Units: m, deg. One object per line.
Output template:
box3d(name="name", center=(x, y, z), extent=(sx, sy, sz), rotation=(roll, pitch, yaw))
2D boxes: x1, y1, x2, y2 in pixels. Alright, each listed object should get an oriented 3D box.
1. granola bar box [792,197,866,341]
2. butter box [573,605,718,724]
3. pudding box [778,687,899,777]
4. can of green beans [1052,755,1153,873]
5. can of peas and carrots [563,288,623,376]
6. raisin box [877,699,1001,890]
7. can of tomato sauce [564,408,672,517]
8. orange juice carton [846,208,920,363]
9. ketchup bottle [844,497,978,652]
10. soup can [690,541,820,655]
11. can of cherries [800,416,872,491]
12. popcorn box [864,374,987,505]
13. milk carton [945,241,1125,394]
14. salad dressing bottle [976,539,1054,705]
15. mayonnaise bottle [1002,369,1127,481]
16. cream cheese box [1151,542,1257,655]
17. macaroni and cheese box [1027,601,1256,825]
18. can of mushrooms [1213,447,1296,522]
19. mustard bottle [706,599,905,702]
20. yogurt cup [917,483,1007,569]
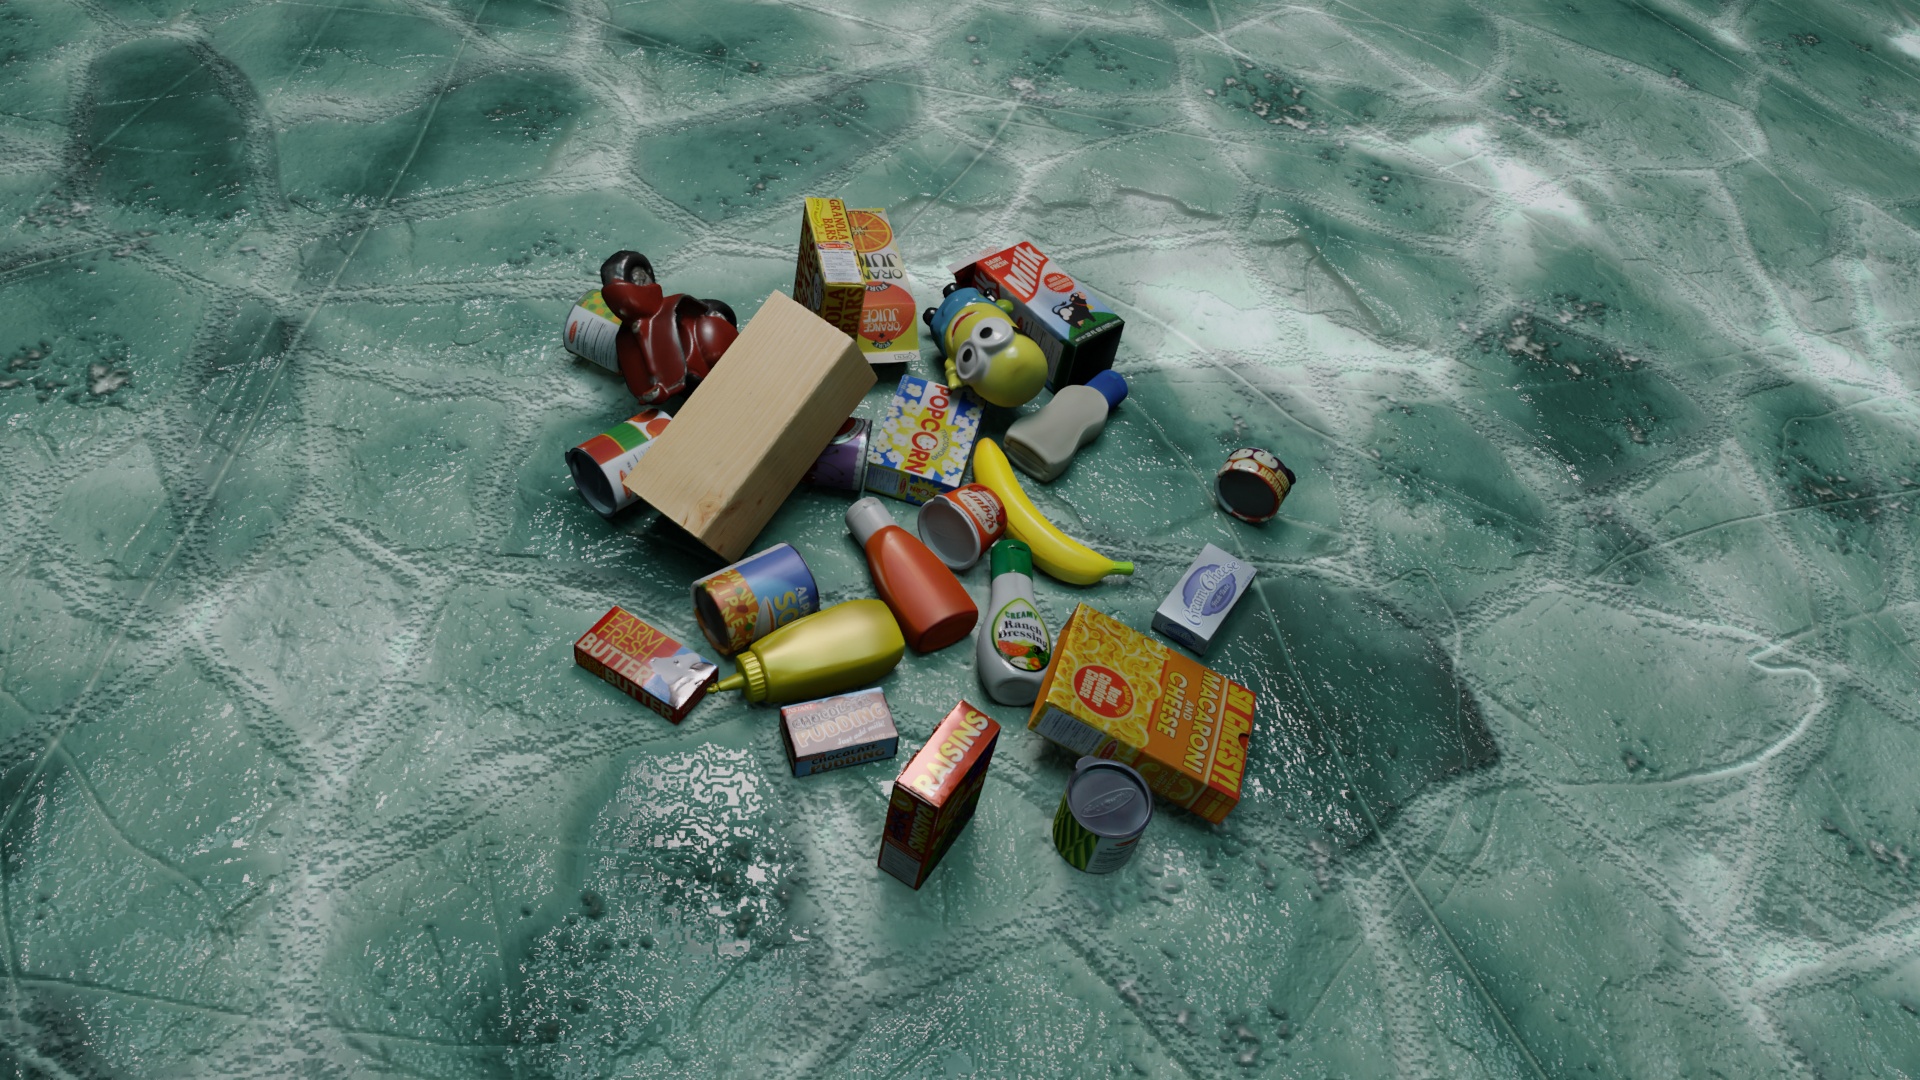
box3d(name="granola bar box", center=(-0.126, -0.215, 1.292), extent=(0.039, 0.164, 0.125), rotation=(-3, 51, -16))
box3d(name="butter box", center=(-0.247, 0.097, 1.094), extent=(0.103, 0.024, 0.053), rotation=(29, 50, 13))
box3d(name="pudding box", center=(-0.094, 0.148, 1.076), extent=(0.084, 0.030, 0.050), rotation=(-9, 51, -18))
box3d(name="can of green beans", center=(0.106, 0.208, 1.045), extent=(0.071, 0.057, 0.071), rotation=(6, 49, -6))
box3d(name="can of peas and carrots", center=(-0.327, -0.195, 1.302), extent=(0.059, 0.070, 0.071), rotation=(26, 50, 10))
box3d(name="raisin box", center=(-0.016, 0.184, 0.999), extent=(0.040, 0.122, 0.086), rotation=(31, 51, 15))
box3d(name="can of tomato sauce", center=(-0.286, -0.069, 1.202), extent=(0.071, 0.070, 0.083), rotation=(40, 53, 22))
box3d(name="orange juice carton", center=(-0.094, -0.243, 1.384), extent=(0.072, 0.072, 0.193), rotation=(-5, 51, -15))
box3d(name="ketchup bottle", center=(-0.048, 0.025, 1.182), extent=(0.065, 0.043, 0.149), rotation=(-20, 56, -27))
box3d(name="soup can", center=(-0.165, 0.049, 1.124), extent=(0.084, 0.071, 0.071), rotation=(-26, 59, -28))
box3d(name="can of cherries", center=(-0.112, -0.083, 1.244), extent=(0.058, 0.071, 0.072), rotation=(9, 49, -3))
box3d(name="popcorn box", center=(-0.031, -0.092, 1.289), extent=(0.085, 0.038, 0.127), rotation=(17, 49, 1))
box3d(name="milk carton", center=(0.071, -0.237, 1.411), extent=(0.072, 0.073, 0.191), rotation=(-30, 60, -31))
box3d(name="salad dressing bottle", center=(0.044, 0.066, 1.164), extent=(0.064, 0.043, 0.148), rotation=(12, 48, -15))
box3d(name="mayonnaise bottle", center=(0.106, -0.115, 1.336), extent=(0.065, 0.041, 0.149), rotation=(37, 52, 18))
box3d(name="cream cheese box", center=(0.215, 0.051, 1.225), extent=(0.053, 0.024, 0.104), rotation=(30, 51, 16))
box3d(name="macaroni and cheese box", center=(0.147, 0.134, 1.098), extent=(0.166, 0.040, 0.124), rotation=(27, 40, -1))
box3d(name="can of mushrooms", center=(0.274, -0.051, 1.294), extent=(0.071, 0.070, 0.034), rotation=(30, 52, 14))
box3d(name="mustard bottle", center=(-0.126, 0.095, 1.103), extent=(0.161, 0.048, 0.065), rotation=(-16, 59, -22))
box3d(name="yogurt cup", center=(0.004, -0.015, 1.215), extent=(0.072, 0.072, 0.054), rotation=(37, 45, 20))
